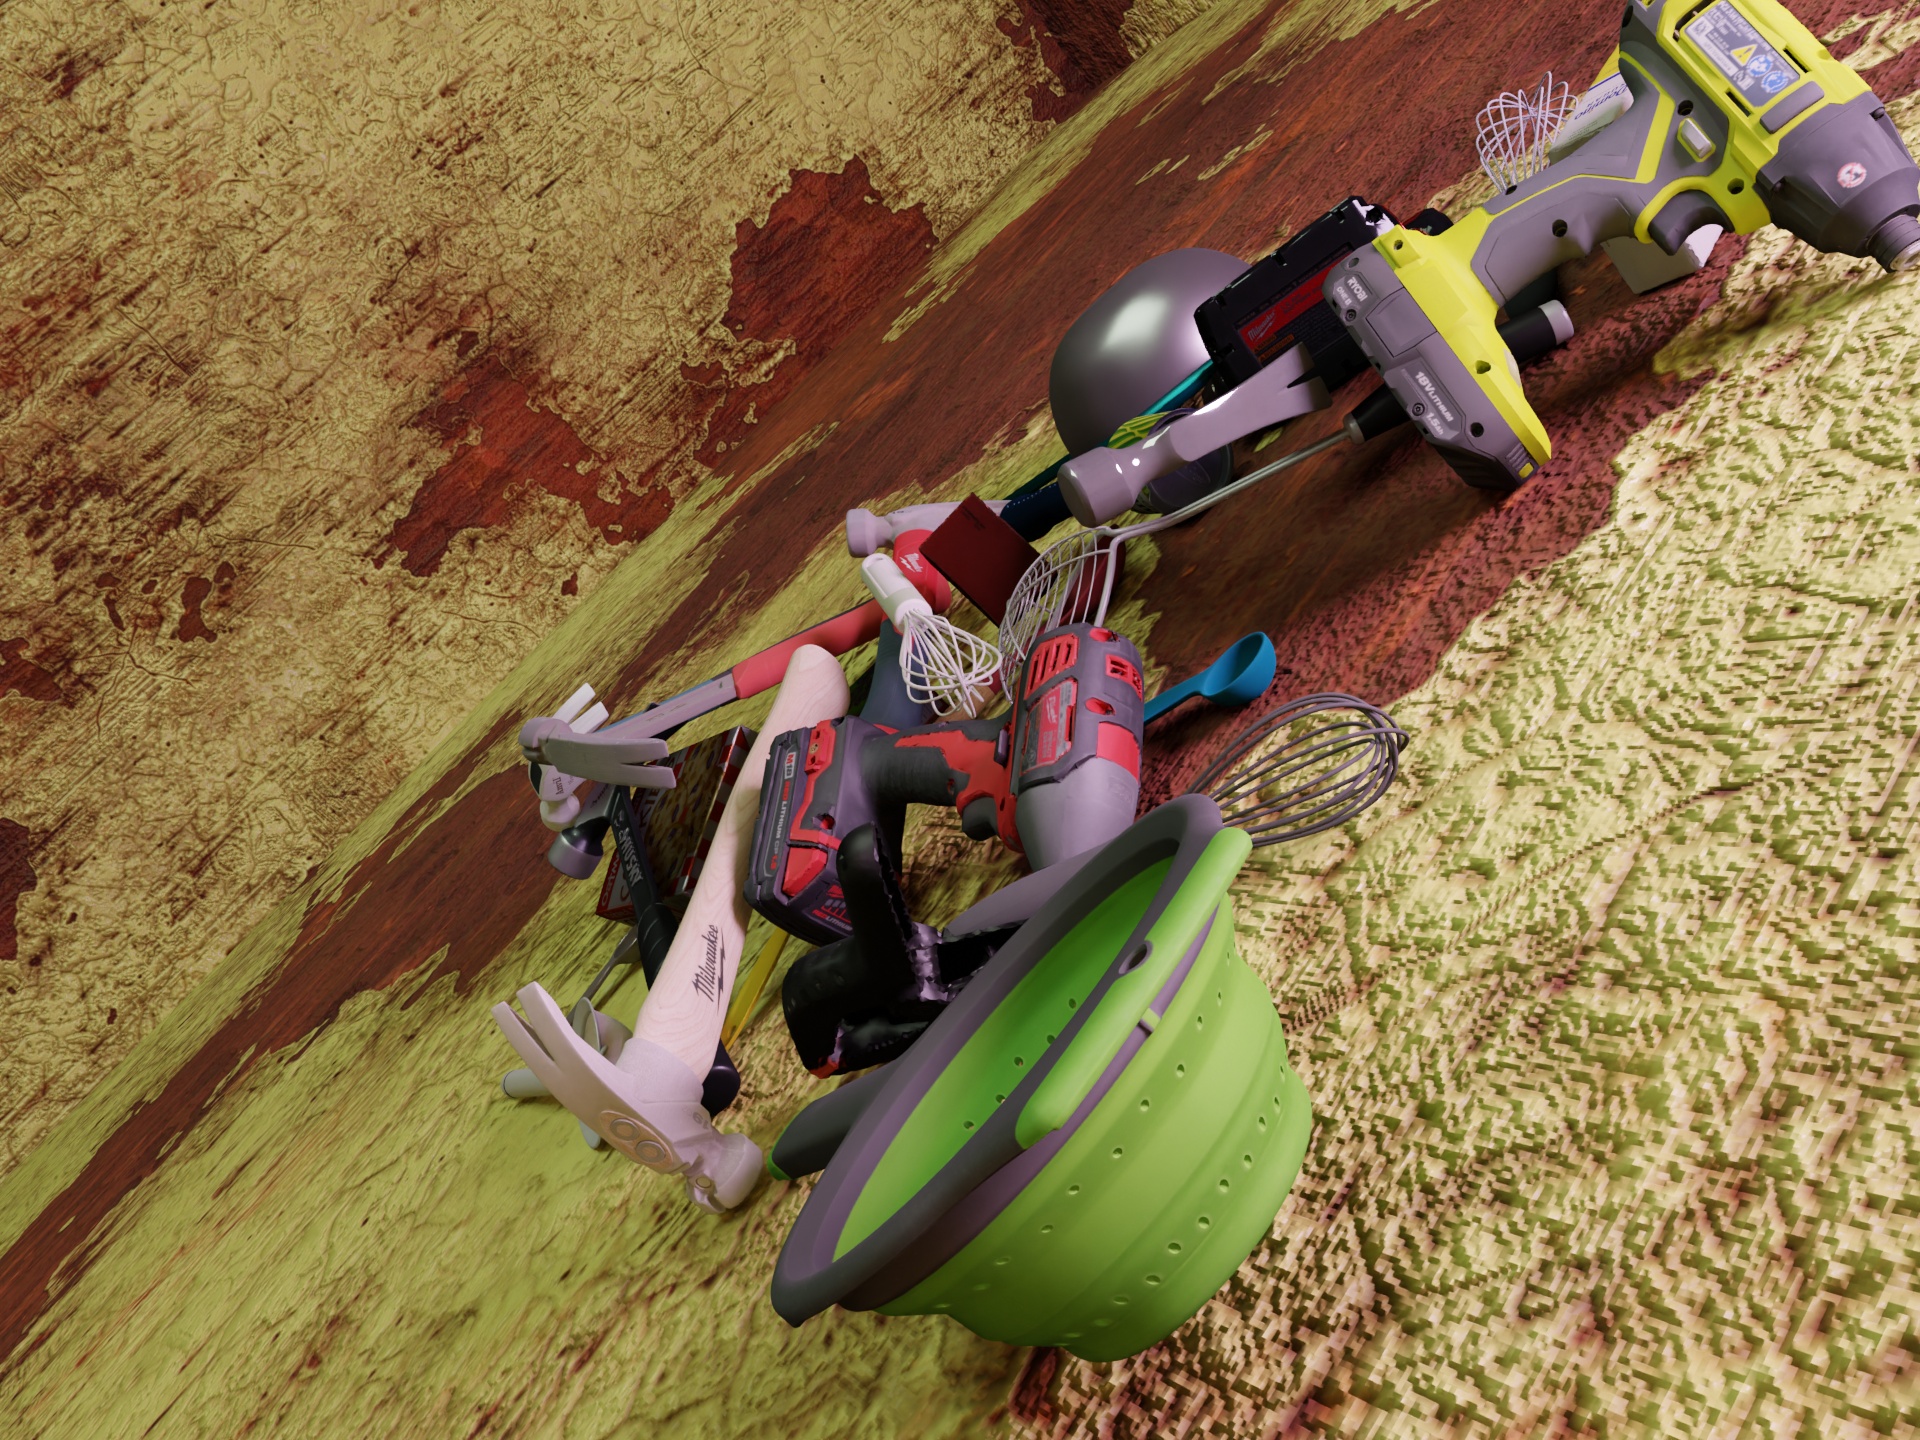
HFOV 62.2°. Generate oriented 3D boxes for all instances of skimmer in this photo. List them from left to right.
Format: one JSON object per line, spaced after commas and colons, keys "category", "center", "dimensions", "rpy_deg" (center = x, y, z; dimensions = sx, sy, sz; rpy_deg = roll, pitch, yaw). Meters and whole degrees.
{"category": "skimmer", "center": [0.175, -0.109, 0.889], "dimensions": [0.363, 0.090, 0.127], "rpy_deg": [-27, 23, 13]}

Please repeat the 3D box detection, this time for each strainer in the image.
{"category": "strainer", "center": [-0.243, 0.220, 0.985], "dimensions": [0.258, 0.050, 0.087], "rpy_deg": [-23, 70, 56]}
{"category": "strainer", "center": [0.097, -0.256, 1.216], "dimensions": [0.340, 0.095, 0.211], "rpy_deg": [-31, 12, 40]}

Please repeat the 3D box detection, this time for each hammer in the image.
{"category": "hammer", "center": [-0.192, 0.117, 1.002], "dimensions": [0.149, 0.036, 0.409], "rpy_deg": [-58, 28, 9]}
{"category": "hammer", "center": [-0.129, 0.068, 0.883], "dimensions": [0.038, 0.146, 0.411], "rpy_deg": [-32, 23, 26]}
{"category": "hammer", "center": [-0.177, -0.026, 1.225], "dimensions": [0.331, 0.033, 0.128], "rpy_deg": [-28, -27, -23]}
{"category": "hammer", "center": [-0.124, -0.038, 1.117], "dimensions": [0.149, 0.036, 0.359], "rpy_deg": [6, 24, 41]}
{"category": "hammer", "center": [-0.021, -0.068, 1.078], "dimensions": [0.143, 0.038, 0.387], "rpy_deg": [-4, 28, 3]}
{"category": "hammer", "center": [0.086, -0.142, 0.937], "dimensions": [0.144, 0.035, 0.405], "rpy_deg": [-28, 6, -7]}

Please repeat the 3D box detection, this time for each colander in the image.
{"category": "colander", "center": [0.014, 0.156, 0.570], "dimensions": [0.204, 0.094, 0.397], "rpy_deg": [-49, 2, -29]}

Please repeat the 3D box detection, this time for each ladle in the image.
{"category": "ladle", "center": [-0.002, -0.003, 1.011], "dimensions": [0.315, 0.031, 0.069], "rpy_deg": [-45, 7, -2]}

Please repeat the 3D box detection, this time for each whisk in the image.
{"category": "whisk", "center": [-0.028, -0.061, 0.978], "dimensions": [0.058, 0.059, 0.247], "rpy_deg": [-26, 26, -5]}
{"category": "whisk", "center": [0.081, 0.054, 0.674], "dimensions": [0.239, 0.055, 0.055], "rpy_deg": [-31, 22, 28]}
{"category": "whisk", "center": [0.344, -0.312, 0.962], "dimensions": [0.070, 0.070, 0.285], "rpy_deg": [-27, 29, 38]}

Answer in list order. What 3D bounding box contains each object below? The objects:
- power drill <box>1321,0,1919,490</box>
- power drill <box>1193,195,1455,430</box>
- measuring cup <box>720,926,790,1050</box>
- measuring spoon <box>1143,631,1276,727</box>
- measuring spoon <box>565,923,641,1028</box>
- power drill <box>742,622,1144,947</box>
{"category": "power drill", "center": [0.295, -0.214, 0.719], "dimensions": [0.223, 0.080, 0.171], "rpy_deg": [-37, 64, 22]}
{"category": "power drill", "center": [0.208, -0.230, 0.944], "dimensions": [0.188, 0.080, 0.227], "rpy_deg": [-33, 1, 27]}
{"category": "measuring cup", "center": [-0.093, 0.129, 0.918], "dimensions": [0.062, 0.029, 0.156], "rpy_deg": [-8, 48, 56]}
{"category": "measuring spoon", "center": [0.117, -0.007, 0.809], "dimensions": [0.128, 0.021, 0.042], "rpy_deg": [-33, 19, 51]}
{"category": "measuring spoon", "center": [-0.253, 0.194, 1.107], "dimensions": [0.124, 0.018, 0.034], "rpy_deg": [-55, 18, -14]}
{"category": "power drill", "center": [-0.005, 0.045, 0.809], "dimensions": [0.219, 0.078, 0.143], "rpy_deg": [-19, 52, 37]}
